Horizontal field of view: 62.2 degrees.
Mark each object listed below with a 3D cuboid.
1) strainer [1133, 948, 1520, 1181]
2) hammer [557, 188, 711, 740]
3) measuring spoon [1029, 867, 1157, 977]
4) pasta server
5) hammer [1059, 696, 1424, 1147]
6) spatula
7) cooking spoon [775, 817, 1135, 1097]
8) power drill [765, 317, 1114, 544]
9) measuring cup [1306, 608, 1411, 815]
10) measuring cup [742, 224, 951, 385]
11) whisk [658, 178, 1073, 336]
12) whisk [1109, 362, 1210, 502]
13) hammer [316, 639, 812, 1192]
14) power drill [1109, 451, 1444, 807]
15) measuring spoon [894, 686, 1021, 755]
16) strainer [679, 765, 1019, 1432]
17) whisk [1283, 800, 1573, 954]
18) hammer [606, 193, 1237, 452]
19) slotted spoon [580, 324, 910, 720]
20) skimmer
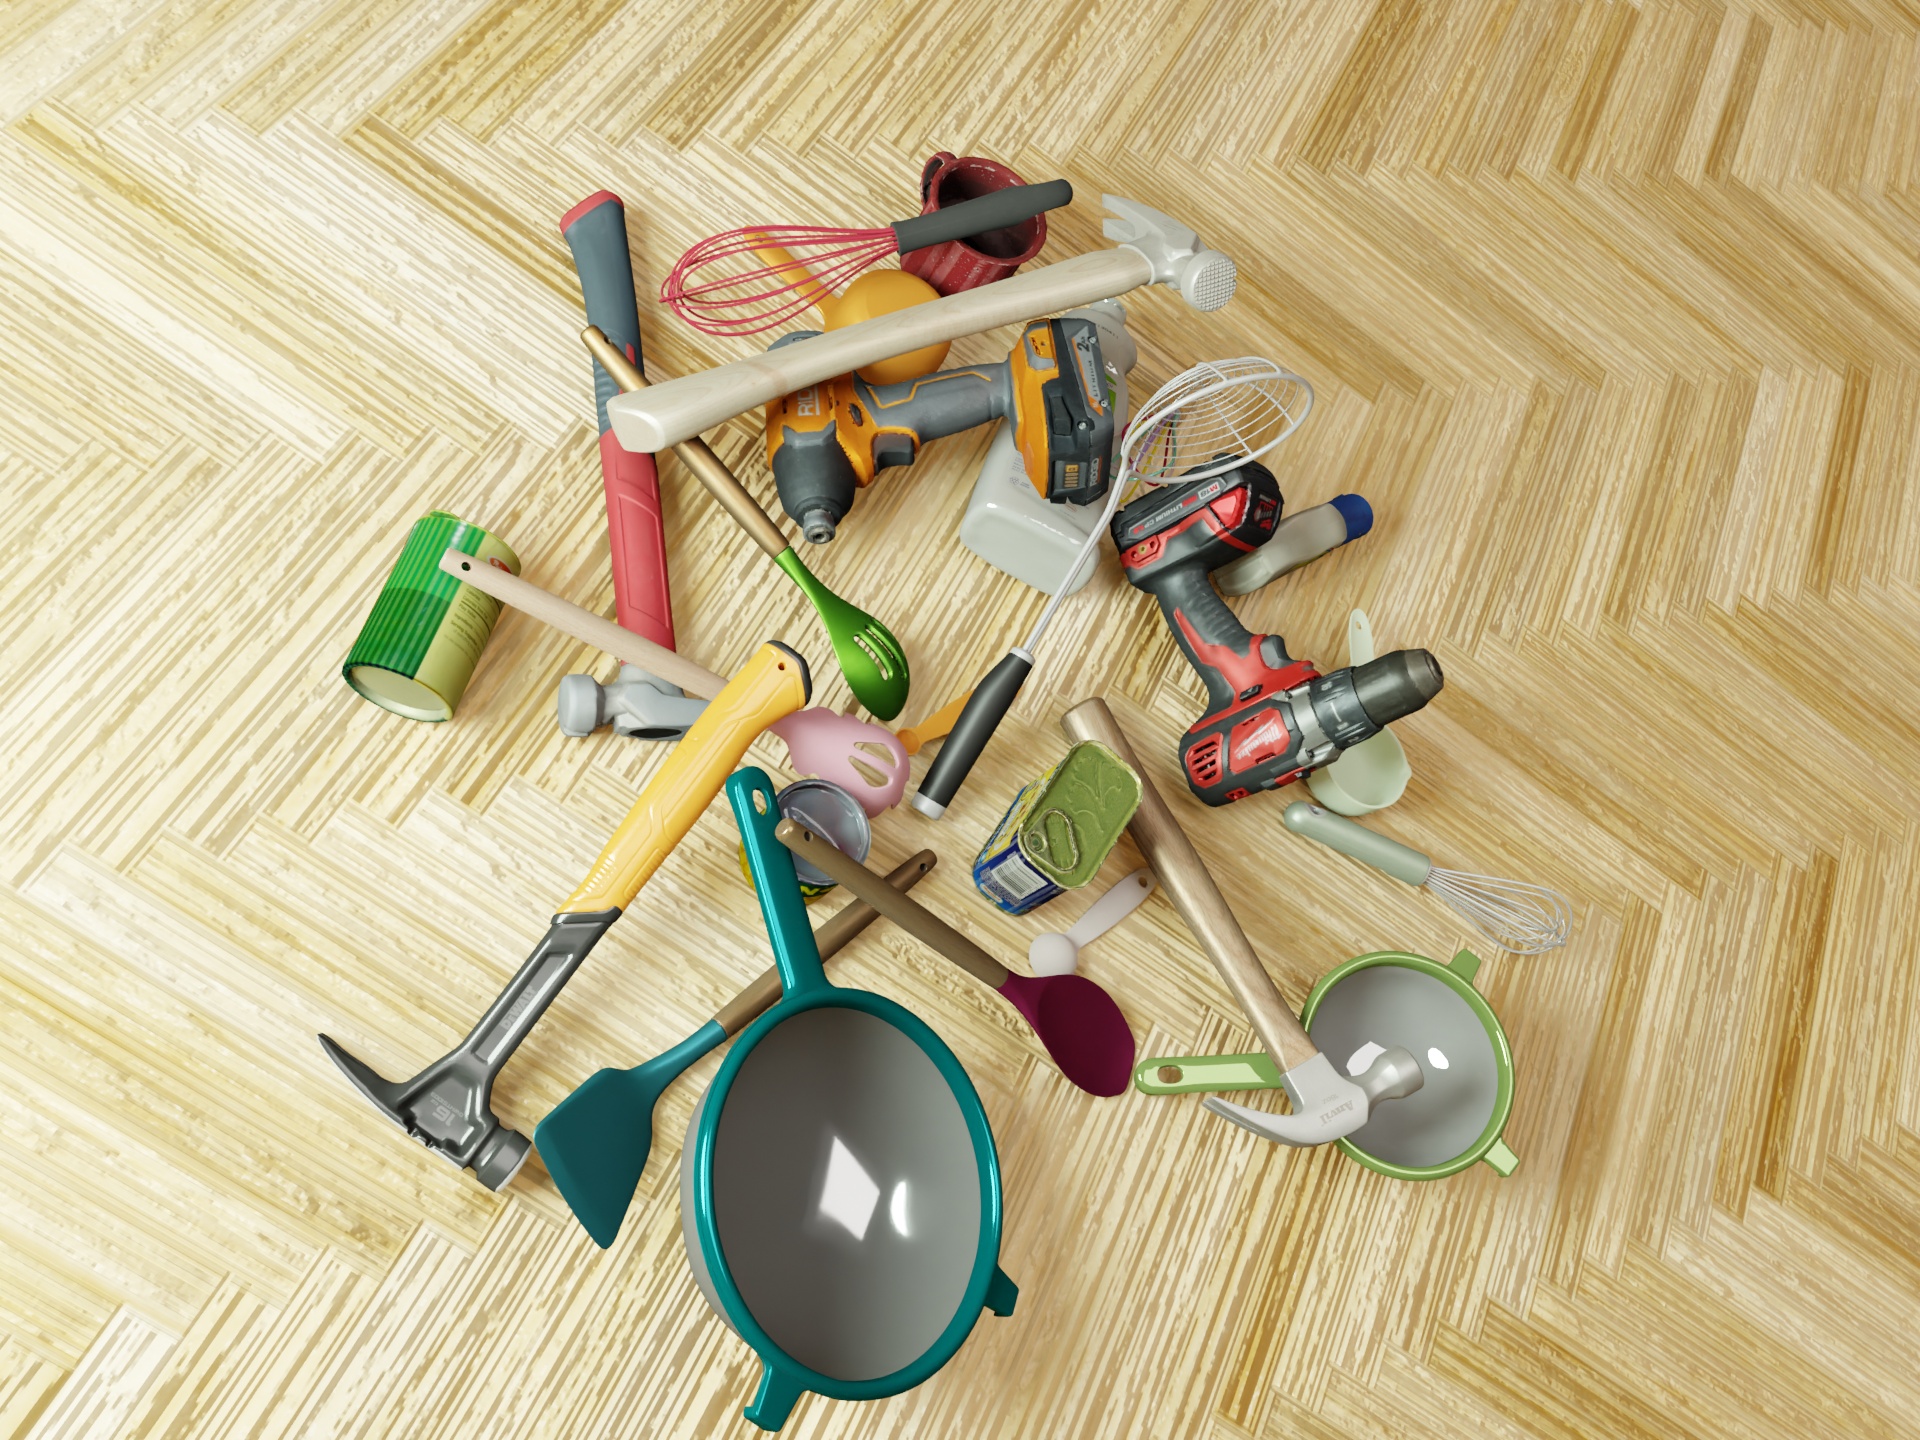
[{"bbox_3d":[0.237,0.238,1.066,0.256,0.069,0.152,-1,67,-7],"label":"strainer"},{"bbox_3d":[-0.201,-0.172,1.034,0.143,0.038,0.387,0,69,-27],"label":"hammer"},{"bbox_3d":[0.094,0.131,1.058,0.124,0.018,0.034,-35,87,-33],"label":"measuring spoon"},{"bbox_3d":[-0.161,-0.024,0.950,0.316,0.040,0.060,27,73,-20],"label":"pasta server"},{"bbox_3d":[0.160,0.127,1.052,0.130,0.031,0.331,-26,71,-15],"label":"hammer"},{"bbox_3d":[-0.115,0.168,0.929,0.317,0.044,0.082,-38,112,-34],"label":"spatula"},{"bbox_3d":[0.007,0.142,0.952,0.318,0.017,0.069,39,53,-33],"label":"cooking spoon"},{"bbox_3d":[-0.016,-0.189,1.057,0.226,0.084,0.164,-4,57,-2],"label":"power drill"},{"bbox_3d":[0.294,-0.006,1.202,0.083,0.038,0.168,16,61,-19],"label":"measuring cup"},{"bbox_3d":[-0.081,-0.307,1.137,0.173,0.052,0.095,40,58,-7],"label":"measuring cup"},{"bbox_3d":[-0.063,-0.325,1.090,0.296,0.073,0.073,-17,76,-5],"label":"whisk"},{"bbox_3d":[0.152,-0.222,1.176,0.047,0.051,0.245,64,31,-19],"label":"whisk"},{"bbox_3d":[-0.200,0.085,0.885,0.127,0.034,0.337,38,72,-6],"label":"hammer"},{"bbox_3d":[0.215,-0.071,1.109,0.080,0.188,0.227,9,59,-56],"label":"power drill"},{"bbox_3d":[-0.002,-0.003,1.076,0.117,0.011,0.021,-28,84,-35],"label":"measuring spoon"},{"bbox_3d":[-0.099,0.199,0.882,0.211,0.095,0.340,-4,73,-47],"label":"strainer"},{"bbox_3d":[0.346,0.115,1.174,0.246,0.059,0.058,24,24,-11],"label":"whisk"},{"bbox_3d":[-0.031,-0.257,1.029,0.410,0.038,0.146,-21,42,-18],"label":"hammer"},{"bbox_3d":[-0.132,-0.127,1.017,0.313,0.031,0.070,49,32,-11],"label":"slotted spoon"},{"bbox_3d":[0.096,-0.079,1.027,0.090,0.127,0.363,31,88,21],"label":"skimmer"}]
